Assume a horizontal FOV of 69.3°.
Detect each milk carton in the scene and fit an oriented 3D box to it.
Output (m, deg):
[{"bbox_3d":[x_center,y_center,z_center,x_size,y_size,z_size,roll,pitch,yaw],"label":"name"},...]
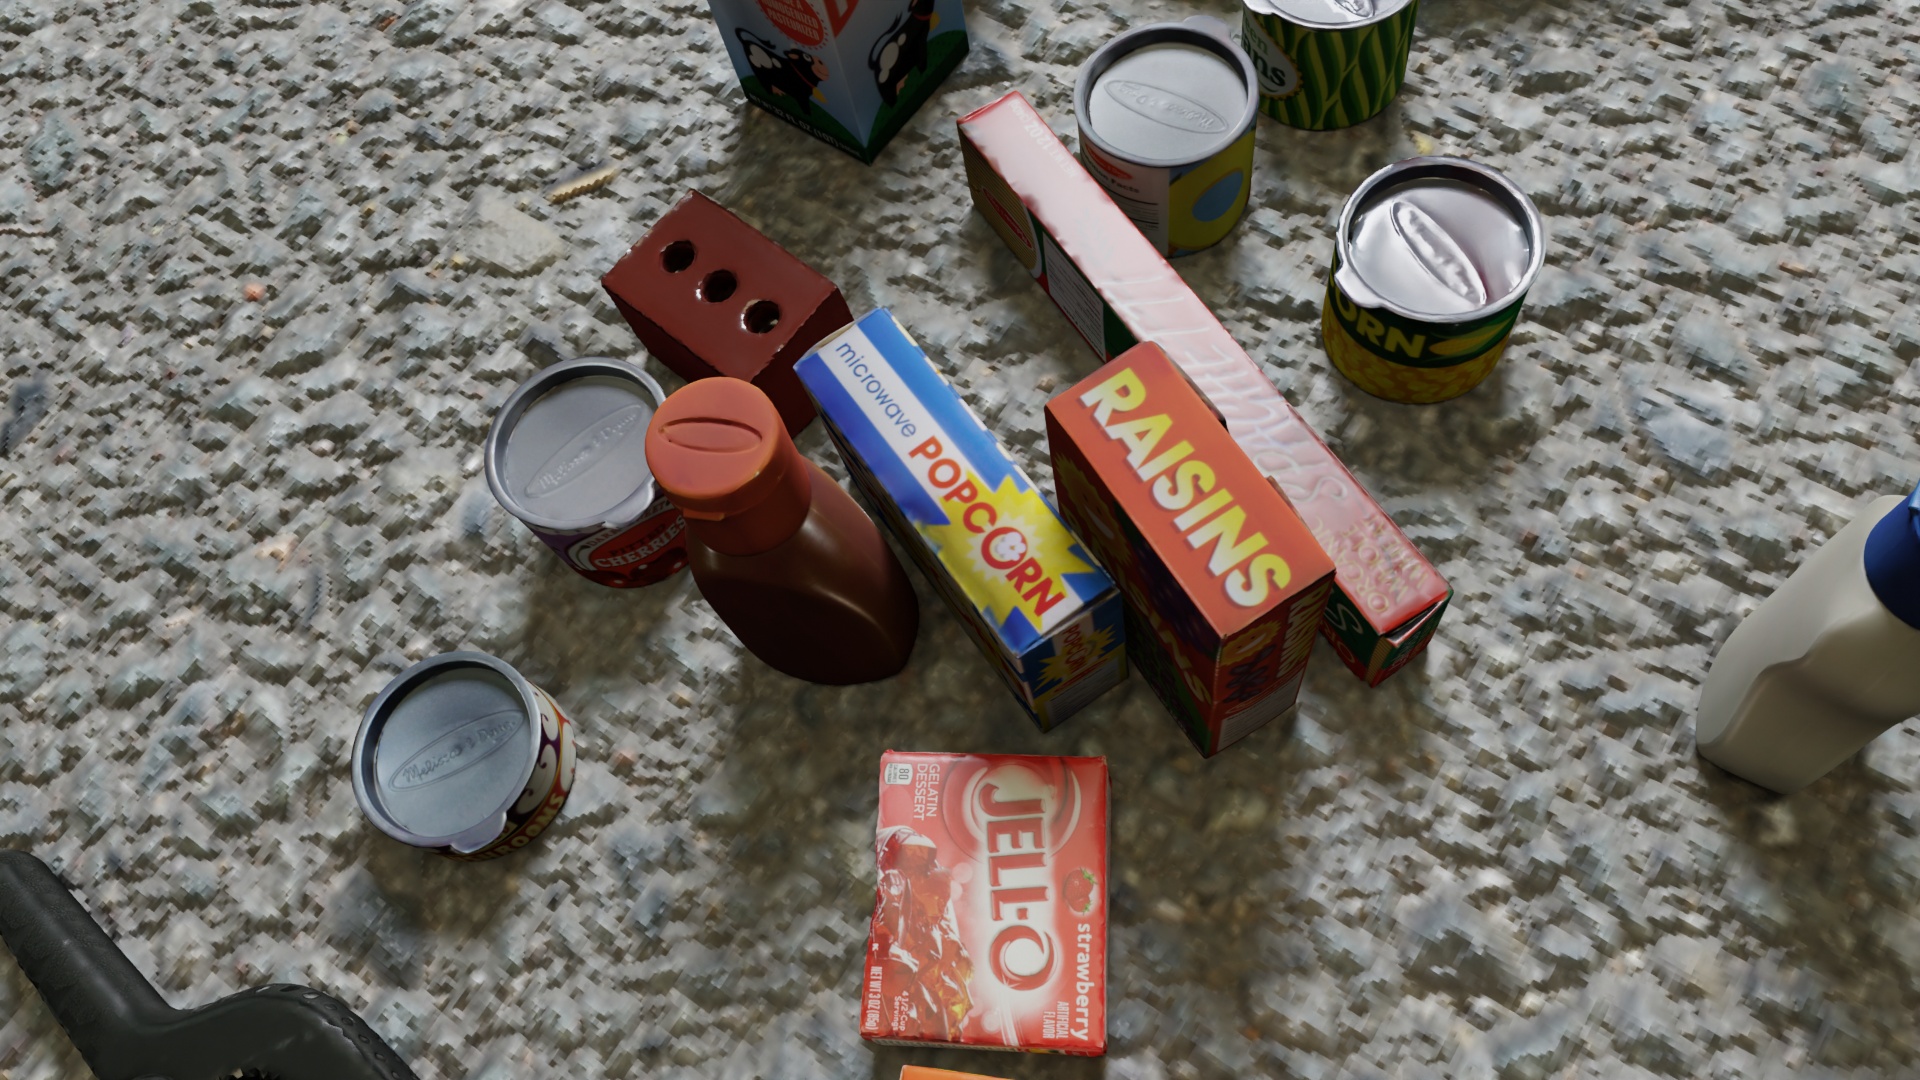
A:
[{"bbox_3d":[-0.056,-0.234,0.505,0.072,0.190,0.073,32,75,20],"label":"milk carton"}]

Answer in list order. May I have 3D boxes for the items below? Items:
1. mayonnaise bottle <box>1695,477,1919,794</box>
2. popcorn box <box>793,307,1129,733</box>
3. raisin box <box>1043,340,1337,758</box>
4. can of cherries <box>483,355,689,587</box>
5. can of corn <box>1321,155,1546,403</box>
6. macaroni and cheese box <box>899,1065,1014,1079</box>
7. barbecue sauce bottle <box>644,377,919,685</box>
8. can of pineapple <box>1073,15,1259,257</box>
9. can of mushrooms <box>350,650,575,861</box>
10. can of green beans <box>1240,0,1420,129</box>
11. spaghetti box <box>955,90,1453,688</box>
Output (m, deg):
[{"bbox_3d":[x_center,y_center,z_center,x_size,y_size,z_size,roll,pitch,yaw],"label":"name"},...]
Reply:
[{"bbox_3d":[0.245,0.022,0.372,0.041,0.147,0.065,28,73,18],"label":"mayonnaise bottle"},{"bbox_3d":[0.002,-0.006,0.454,0.038,0.085,0.127,-35,66,-7],"label":"popcorn box"},{"bbox_3d":[0.067,0.008,0.418,0.040,0.123,0.086,-31,66,-5],"label":"raisin box"},{"bbox_3d":[-0.124,-0.021,0.493,0.071,0.058,0.072,-3,66,7],"label":"can of cherries"},{"bbox_3d":[0.159,-0.087,0.482,0.071,0.058,0.071,-3,66,7],"label":"can of corn"},{"bbox_3d":[0.056,0.157,0.330,0.124,0.166,0.040,4,68,10],"label":"macaroni and cheese box"},{"bbox_3d":[-0.055,0.002,0.424,0.065,0.148,0.044,7,68,11],"label":"barbecue sauce bottle"},{"bbox_3d":[0.079,-0.150,0.521,0.071,0.057,0.071,-3,66,7],"label":"can of pineapple"},{"bbox_3d":[-0.167,0.076,0.471,0.071,0.033,0.071,-3,66,7],"label":"can of mushrooms"},{"bbox_3d":[0.142,-0.202,0.535,0.071,0.057,0.071,-3,66,7],"label":"can of green beans"},{"bbox_3d":[0.077,-0.059,0.486,0.029,0.050,0.251,-32,66,-6],"label":"spaghetti box"}]
